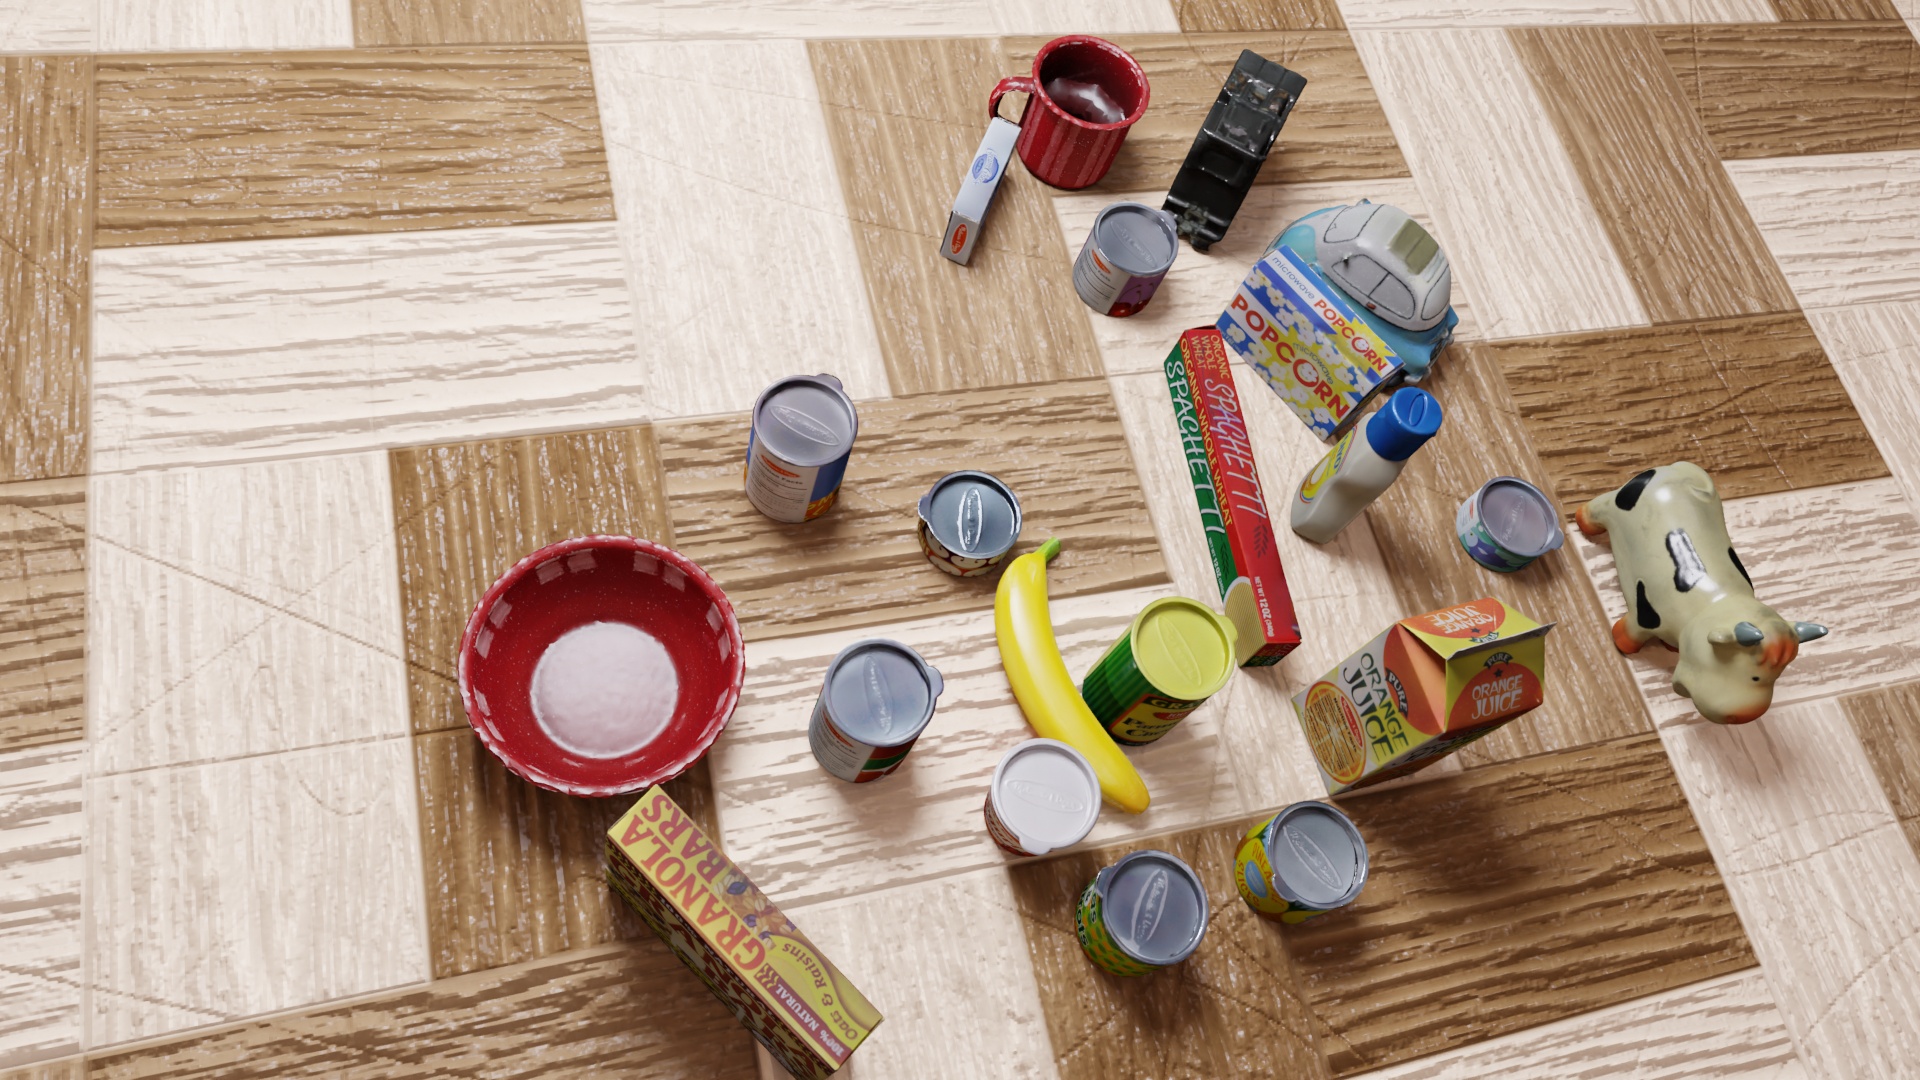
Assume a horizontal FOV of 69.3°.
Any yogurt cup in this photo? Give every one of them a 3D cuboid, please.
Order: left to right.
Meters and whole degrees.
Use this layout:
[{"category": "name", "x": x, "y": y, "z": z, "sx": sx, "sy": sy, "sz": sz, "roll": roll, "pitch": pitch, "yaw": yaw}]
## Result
[{"category": "yogurt cup", "x": 0.046, "y": 0.161, "z": 0.849, "sx": 0.072, "sy": 0.053, "sz": 0.072, "roll": 5, "pitch": 64, "yaw": -11}]

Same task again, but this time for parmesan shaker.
[{"category": "parmesan shaker", "x": 0.125, "y": 0.084, "z": 0.877, "sx": 0.071, "sy": 0.102, "sz": 0.071, "roll": 5, "pitch": 64, "yaw": -11}]

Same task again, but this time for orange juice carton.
[{"category": "orange juice carton", "x": 0.287, "y": 0.093, "z": 0.862, "sx": 0.072, "sy": 0.191, "sz": 0.073, "roll": -11, "pitch": 68, "yaw": -18}]

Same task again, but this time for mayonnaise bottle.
[{"category": "mayonnaise bottle", "x": 0.278, "y": -0.054, "z": 0.956, "sx": 0.041, "sy": 0.147, "sz": 0.065, "roll": 26, "pitch": 62, "yaw": 0}]

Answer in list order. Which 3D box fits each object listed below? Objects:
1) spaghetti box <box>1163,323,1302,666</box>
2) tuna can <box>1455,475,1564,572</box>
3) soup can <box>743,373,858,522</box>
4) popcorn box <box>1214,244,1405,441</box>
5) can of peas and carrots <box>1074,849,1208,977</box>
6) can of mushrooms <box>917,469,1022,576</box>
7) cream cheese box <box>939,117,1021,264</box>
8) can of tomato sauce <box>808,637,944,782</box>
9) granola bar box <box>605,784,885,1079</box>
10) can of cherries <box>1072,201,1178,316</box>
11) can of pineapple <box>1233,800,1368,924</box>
[{"category": "spaghetti box", "x": 0.189, "y": -0.035, "z": 0.981, "sx": 0.029, "sy": 0.050, "sz": 0.251, "roll": -3, "pitch": 66, "yaw": -15}, {"category": "tuna can", "x": 0.408, "y": -0.010, "z": 1.032, "sx": 0.071, "sy": 0.032, "sz": 0.071, "roll": 5, "pitch": 64, "yaw": -11}, {"category": "soup can", "x": -0.104, "y": -0.060, "z": 0.902, "sx": 0.071, "sy": 0.083, "sz": 0.071, "roll": 5, "pitch": 64, "yaw": -11}, {"category": "popcorn box", "x": 0.256, "y": -0.146, "z": 1.031, "sx": 0.038, "sy": 0.085, "sz": 0.127, "roll": -36, "pitch": 77, "yaw": -25}, {"category": "can of peas and carrots", "x": 0.105, "y": 0.223, "z": 0.830, "sx": 0.071, "sy": 0.058, "sz": 0.071, "roll": 5, "pitch": 64, "yaw": -11}, {"category": "can of mushrooms", "x": 0.003, "y": -0.012, "z": 0.933, "sx": 0.071, "sy": 0.033, "sz": 0.071, "roll": 5, "pitch": 64, "yaw": -11}, {"category": "cream cheese box", "x": 0.014, "y": -0.263, "z": 1.047, "sx": 0.024, "sy": 0.053, "sz": 0.104, "roll": 22, "pitch": 62, "yaw": -2}, {"category": "can of tomato sauce", "x": -0.053, "y": 0.103, "z": 0.836, "sx": 0.071, "sy": 0.082, "sz": 0.071, "roll": 5, "pitch": 64, "yaw": -11}, {"category": "granola bar box", "x": -0.121, "y": 0.216, "z": 0.741, "sx": 0.165, "sy": 0.123, "sz": 0.039, "roll": 43, "pitch": 63, "yaw": 9}, {"category": "can of cherries", "x": 0.126, "y": -0.212, "z": 1.046, "sx": 0.071, "sy": 0.058, "sz": 0.072, "roll": 5, "pitch": 64, "yaw": -11}, {"category": "can of pineapple", "x": 0.210, "y": 0.202, "z": 0.866, "sx": 0.071, "sy": 0.057, "sz": 0.071, "roll": 5, "pitch": 64, "yaw": -11}]
